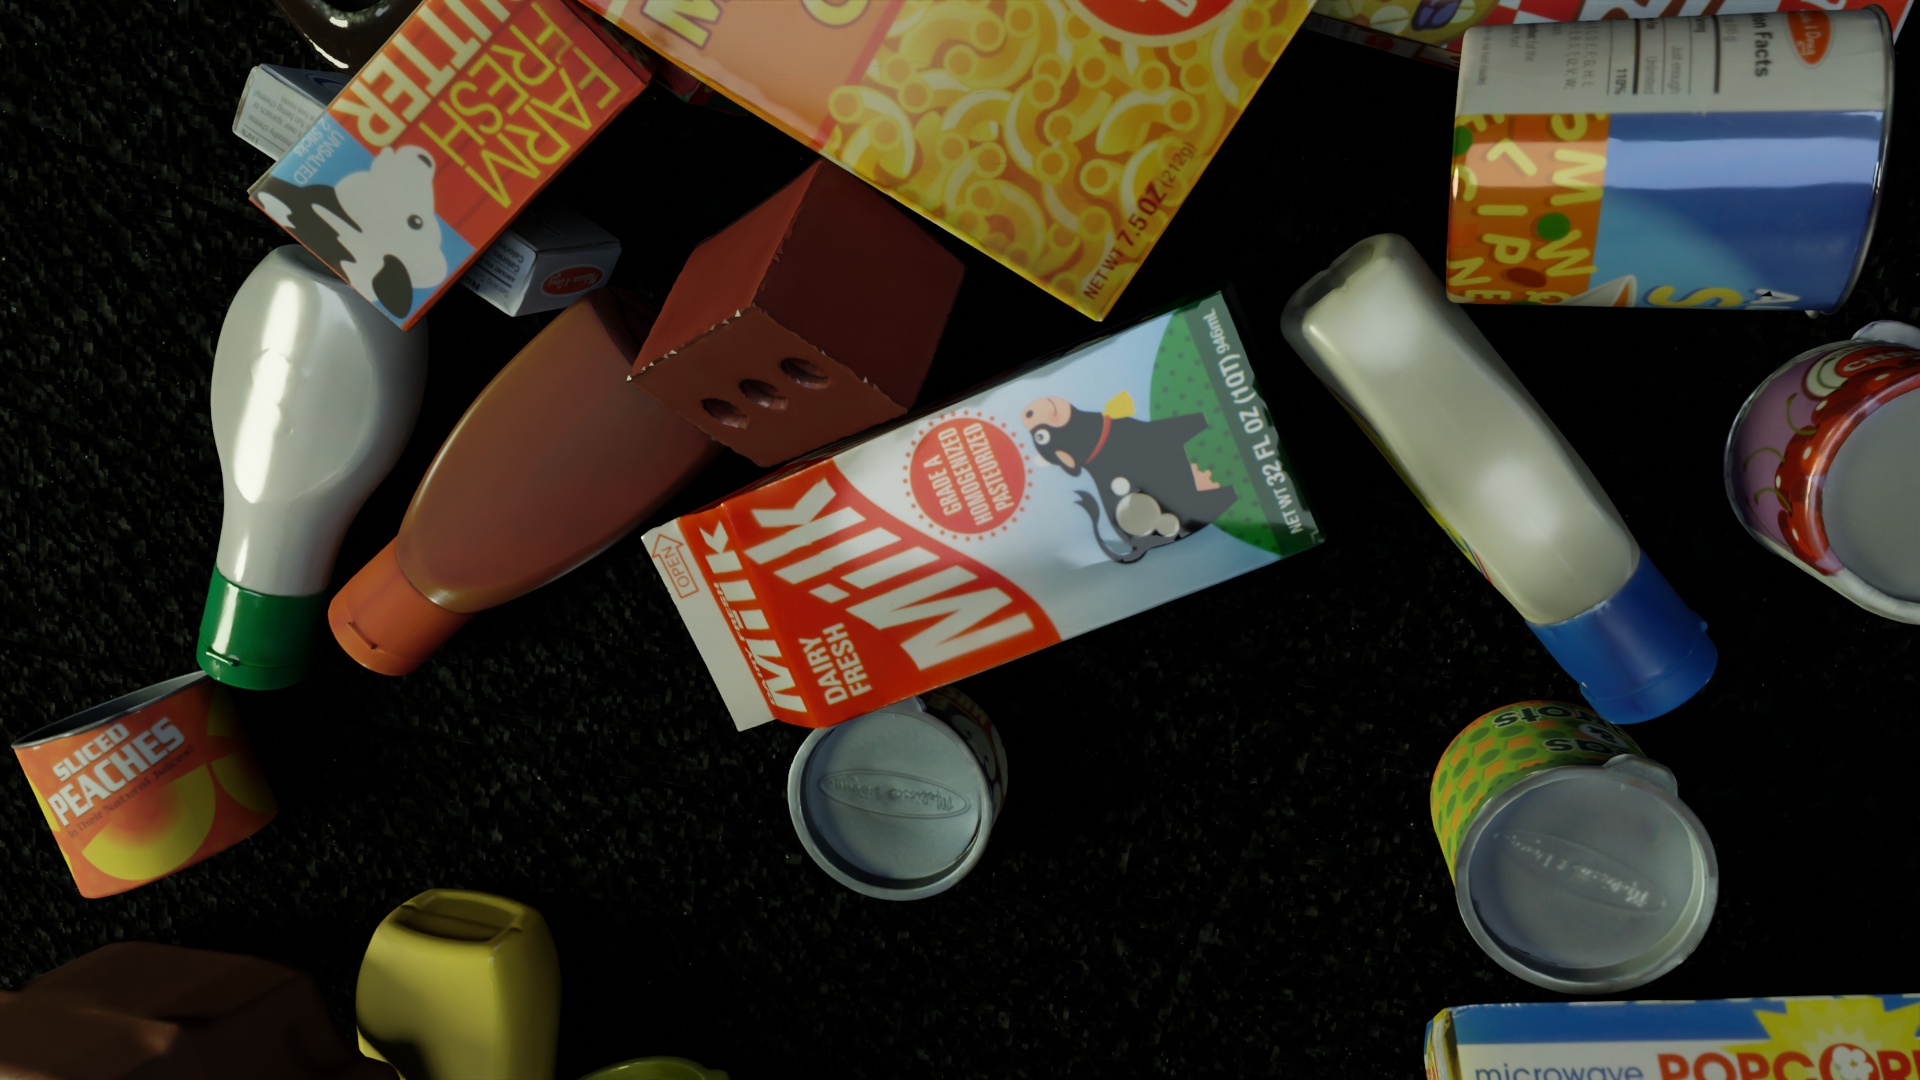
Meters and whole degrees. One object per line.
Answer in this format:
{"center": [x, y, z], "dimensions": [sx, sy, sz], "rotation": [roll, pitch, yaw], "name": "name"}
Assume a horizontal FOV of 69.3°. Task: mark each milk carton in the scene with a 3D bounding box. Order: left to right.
{"center": [0.001, -0.005, 0.405], "dimensions": [0.190, 0.074, 0.072], "rotation": [-22, 97, 16], "name": "milk carton"}

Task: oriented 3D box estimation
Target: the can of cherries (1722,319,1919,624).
{"center": [0.243, -0.019, 0.360], "dimensions": [0.071, 0.058, 0.071], "rotation": [3, 103, 11], "name": "can of cherries"}

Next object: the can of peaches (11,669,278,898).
{"center": [-0.282, 0.084, 0.483], "dimensions": [0.071, 0.071, 0.058], "rotation": [-15, 100, 14], "name": "can of peaches"}

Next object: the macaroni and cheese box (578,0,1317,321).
{"center": [-0.004, -0.148, 0.329], "dimensions": [0.166, 0.040, 0.123], "rotation": [29, 108, -14], "name": "macaroni and cheese box"}

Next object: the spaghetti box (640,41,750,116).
{"center": [0.003, -0.214, 0.371], "dimensions": [0.249, 0.050, 0.028], "rotation": [-43, 90, 17], "name": "spaghetti box"}

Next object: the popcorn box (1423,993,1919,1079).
{"center": [0.200, 0.151, 0.391], "dimensions": [0.127, 0.085, 0.038], "rotation": [-5, 66, 13], "name": "popcorn box"}

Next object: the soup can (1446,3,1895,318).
{"center": [0.159, -0.085, 0.323], "dimensions": [0.084, 0.071, 0.071], "rotation": [5, 104, 21], "name": "soup can"}

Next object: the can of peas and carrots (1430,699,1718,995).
{"center": [0.173, 0.083, 0.397], "dimensions": [0.071, 0.059, 0.070], "rotation": [2, 102, 11], "name": "can of peas and carrots"}

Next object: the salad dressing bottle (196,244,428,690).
{"center": [-0.221, -0.022, 0.462], "dimensions": [0.064, 0.044, 0.147], "rotation": [24, 107, 5], "name": "salad dressing bottle"}

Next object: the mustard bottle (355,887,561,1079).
{"center": [-0.180, 0.206, 0.501], "dimensions": [0.065, 0.049, 0.159], "rotation": [9, 105, 13], "name": "mustard bottle"}

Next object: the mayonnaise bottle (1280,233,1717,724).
{"center": [0.148, -0.016, 0.380], "dimensions": [0.041, 0.065, 0.148], "rotation": [-38, 96, 18], "name": "mayonnaise bottle"}

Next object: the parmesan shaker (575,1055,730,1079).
{"center": [-0.105, 0.244, 0.486], "dimensions": [0.071, 0.071, 0.103], "rotation": [-7, 101, 13], "name": "parmesan shaker"}

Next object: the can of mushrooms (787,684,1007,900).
{"center": [-0.019, 0.076, 0.447], "dimensions": [0.071, 0.033, 0.071], "rotation": [3, 103, 12], "name": "can of mushrooms"}

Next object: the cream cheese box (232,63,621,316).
{"center": [-0.161, -0.108, 0.425], "dimensions": [0.104, 0.053, 0.024], "rotation": [33, 109, 3], "name": "cream cheese box"}

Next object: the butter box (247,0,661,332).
{"center": [-0.134, -0.109, 0.369], "dimensions": [0.103, 0.024, 0.053], "rotation": [-39, 112, 17], "name": "butter box"}

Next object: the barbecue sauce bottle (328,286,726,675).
{"center": [-0.144, -0.012, 0.448], "dimensions": [0.148, 0.044, 0.065], "rotation": [-39, 97, 17], "name": "barbecue sauce bottle"}

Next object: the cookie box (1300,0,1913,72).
{"center": [0.160, -0.179, 0.352], "dimensions": [0.167, 0.040, 0.122], "rotation": [19, 106, 8], "name": "cookie box"}
